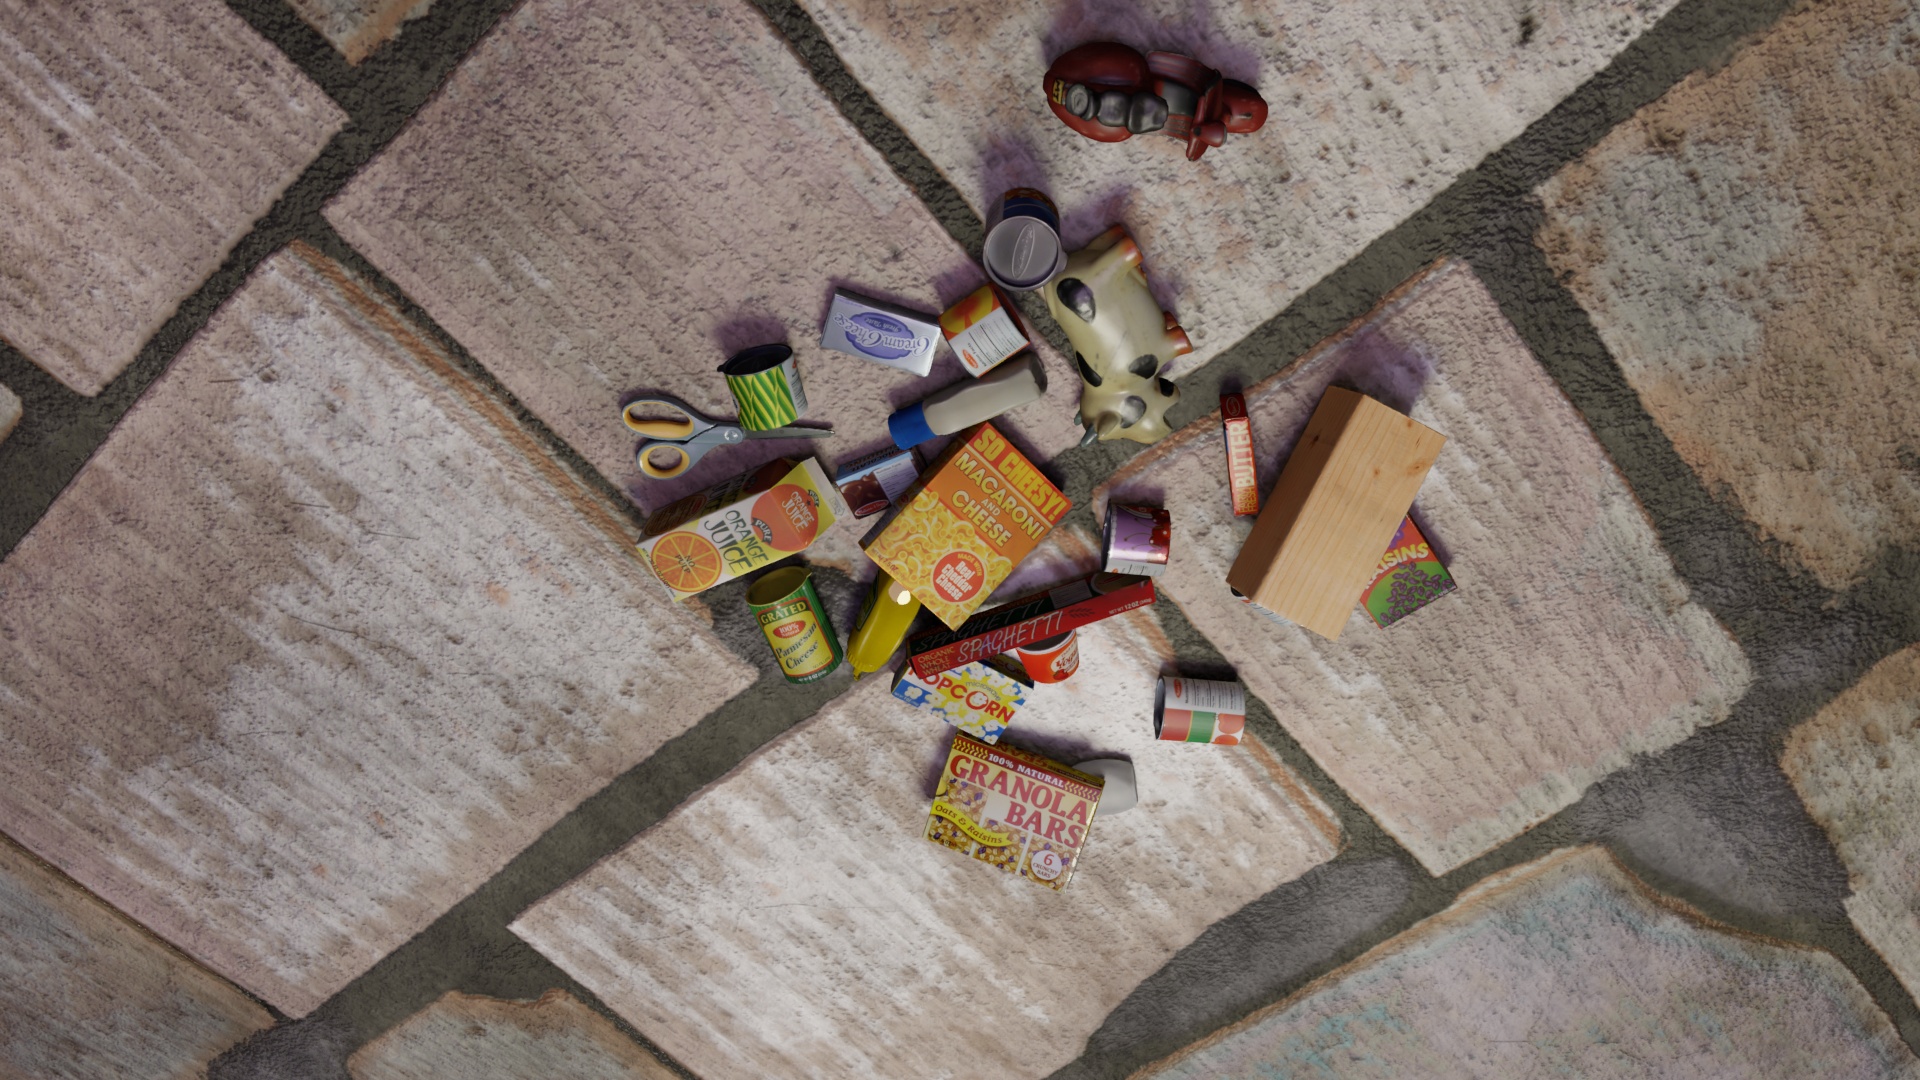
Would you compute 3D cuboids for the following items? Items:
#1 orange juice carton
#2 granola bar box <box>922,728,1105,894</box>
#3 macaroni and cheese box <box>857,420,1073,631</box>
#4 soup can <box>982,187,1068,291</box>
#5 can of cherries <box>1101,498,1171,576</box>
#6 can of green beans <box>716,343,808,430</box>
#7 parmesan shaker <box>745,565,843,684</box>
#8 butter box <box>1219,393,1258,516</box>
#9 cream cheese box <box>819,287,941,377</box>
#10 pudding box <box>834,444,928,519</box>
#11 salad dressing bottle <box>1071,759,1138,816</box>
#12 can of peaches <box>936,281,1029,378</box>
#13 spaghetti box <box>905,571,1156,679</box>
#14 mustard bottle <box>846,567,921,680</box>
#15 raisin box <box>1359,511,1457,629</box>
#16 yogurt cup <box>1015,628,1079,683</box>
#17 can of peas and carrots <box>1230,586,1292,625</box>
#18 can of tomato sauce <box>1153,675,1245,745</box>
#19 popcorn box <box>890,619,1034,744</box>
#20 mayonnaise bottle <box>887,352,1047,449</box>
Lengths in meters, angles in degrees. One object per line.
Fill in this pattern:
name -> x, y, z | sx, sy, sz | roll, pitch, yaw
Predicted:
orange juice carton -> -0.208, -0.018, 1.339 | 0.192, 0.073, 0.071 | -22, 116, 14
granola bar box -> 0.056, 0.285, 1.474 | 0.166, 0.039, 0.124 | 19, 101, 9
macaroni and cheese box -> 0.005, -0.016, 1.315 | 0.123, 0.040, 0.166 | 43, 90, -20
soup can -> 0.056, -0.257, 1.183 | 0.071, 0.084, 0.071 | 1, 120, 2
can of cherries -> 0.168, -0.003, 1.334 | 0.058, 0.072, 0.071 | 5, 120, 0
can of green beans -> -0.178, -0.140, 1.272 | 0.071, 0.071, 0.057 | -9, 119, 8
parmesan shaker -> -0.164, 0.085, 1.400 | 0.071, 0.071, 0.102 | -16, 118, 12
butter box -> 0.259, -0.079, 1.292 | 0.024, 0.053, 0.103 | -7, 119, 10
cream cheese box -> -0.072, -0.189, 1.263 | 0.104, 0.024, 0.053 | 16, 120, -6
pudding box -> -0.073, -0.059, 1.334 | 0.083, 0.030, 0.049 | -21, 118, 14
salad dressing bottle -> 0.117, 0.272, 1.506 | 0.147, 0.044, 0.064 | -7, 121, 9
can of peaches -> 0.020, -0.189, 1.234 | 0.058, 0.071, 0.071 | -32, 113, 14
spaghetti box -> 0.067, 0.078, 1.369 | 0.250, 0.050, 0.028 | -18, 113, 2
mustard bottle -> -0.081, 0.086, 1.398 | 0.049, 0.065, 0.159 | 19, 122, -13
raisin box -> 0.411, 0.016, 1.346 | 0.086, 0.040, 0.123 | -32, 113, 20
yogurt cup -> 0.088, 0.108, 1.402 | 0.072, 0.073, 0.053 | -11, 127, 9
can of peas and carrots -> 0.308, 0.039, 1.351 | 0.058, 0.071, 0.070 | 33, 116, -16
can of tomato sauce -> 0.245, 0.177, 1.432 | 0.083, 0.071, 0.070 | 5, 120, 0
popcorn box -> 0.003, 0.147, 1.442 | 0.127, 0.038, 0.085 | 28, 116, -12
mayonnaise bottle -> 0.006, -0.126, 1.275 | 0.148, 0.065, 0.041 | -21, 107, 19
